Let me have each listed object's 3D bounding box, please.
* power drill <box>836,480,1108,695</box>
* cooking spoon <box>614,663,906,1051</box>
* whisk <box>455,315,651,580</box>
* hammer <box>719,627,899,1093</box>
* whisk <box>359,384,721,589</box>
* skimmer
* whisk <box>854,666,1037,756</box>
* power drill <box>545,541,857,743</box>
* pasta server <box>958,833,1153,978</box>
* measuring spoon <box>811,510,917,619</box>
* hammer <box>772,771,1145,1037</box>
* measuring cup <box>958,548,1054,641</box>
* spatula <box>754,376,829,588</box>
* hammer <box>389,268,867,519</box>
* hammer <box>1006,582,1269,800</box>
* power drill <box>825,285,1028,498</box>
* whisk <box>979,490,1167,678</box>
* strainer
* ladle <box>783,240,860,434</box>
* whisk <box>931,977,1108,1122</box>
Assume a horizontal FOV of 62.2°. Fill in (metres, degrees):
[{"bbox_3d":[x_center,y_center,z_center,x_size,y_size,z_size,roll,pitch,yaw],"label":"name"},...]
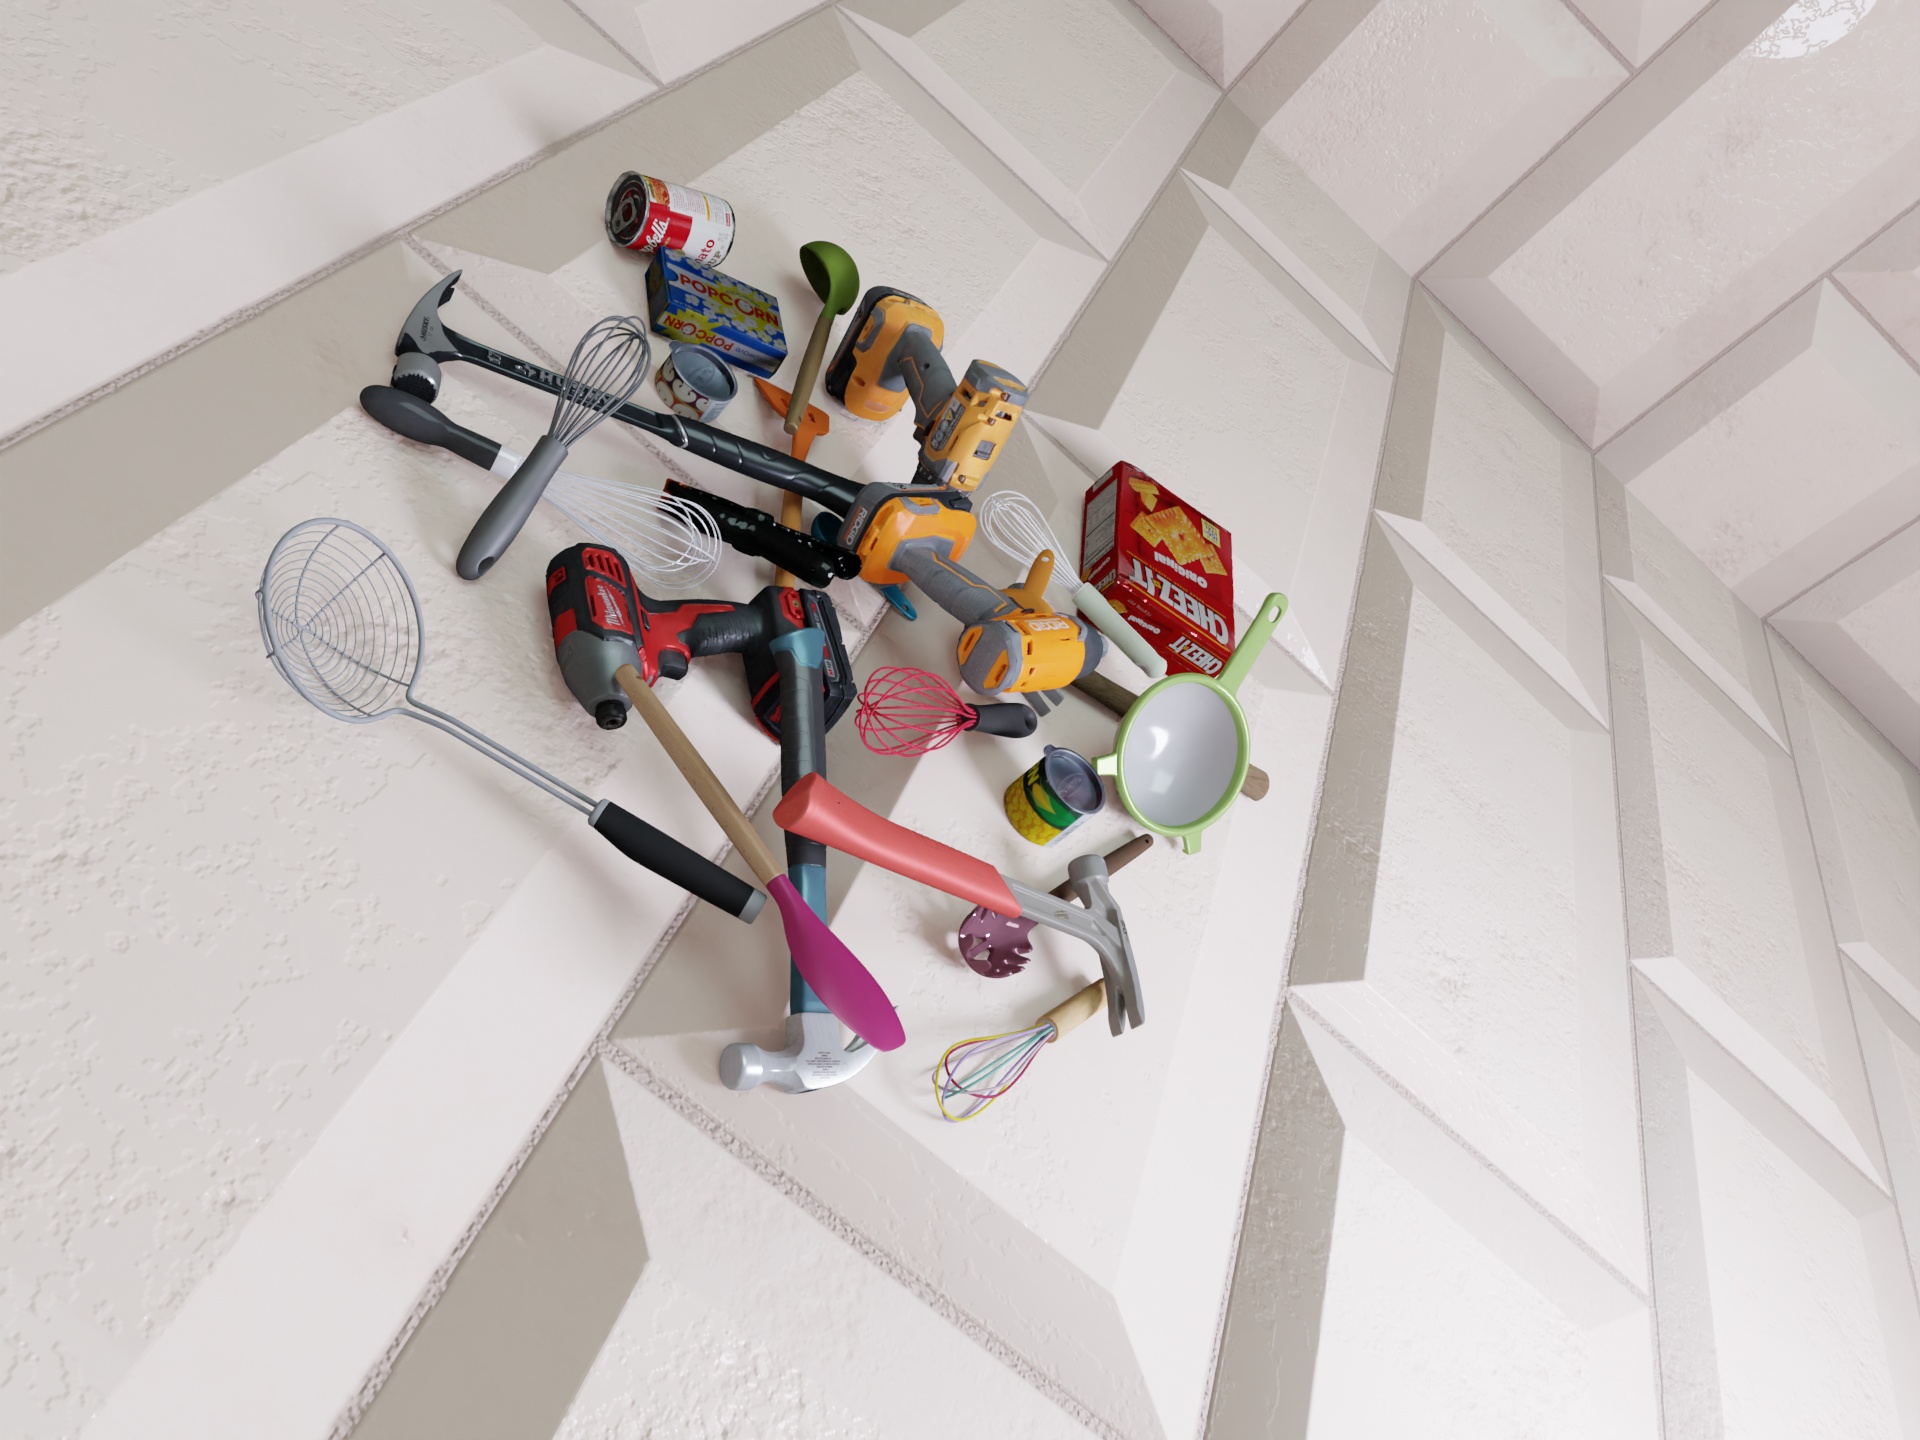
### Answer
[{"bbox_3d":[0.018,-0.108,1.346,0.164,0.084,0.227,-7,45,-49],"label":"power drill"},{"bbox_3d":[-0.135,0.084,1.035,0.319,0.017,0.068,51,21,16],"label":"cooking spoon"},{"bbox_3d":[-0.294,-0.199,1.151,0.055,0.055,0.239,35,70,-17],"label":"whisk"},{"bbox_3d":[-0.107,0.089,1.097,0.128,0.033,0.331,13,64,-38],"label":"hammer"},{"bbox_3d":[-0.310,-0.177,1.190,0.284,0.070,0.070,25,42,-20],"label":"whisk"},{"bbox_3d":[-0.269,0.009,0.994,0.363,0.090,0.127,32,37,-5],"label":"skimmer"},{"bbox_3d":[-0.002,-0.004,1.299,0.073,0.073,0.295,60,22,16],"label":"whisk"},{"bbox_3d":[-0.193,-0.047,1.170,0.219,0.078,0.143,9,51,-37],"label":"power drill"},{"bbox_3d":[0.088,0.142,1.309,0.316,0.040,0.060,-23,80,-53],"label":"pasta server"},{"bbox_3d":[-0.088,-0.131,1.406,0.128,0.021,0.042,46,34,-18],"label":"measuring spoon"},{"bbox_3d":[0.008,0.123,1.149,0.358,0.036,0.149,27,41,-43],"label":"hammer"},{"bbox_3d":[0.059,-0.108,1.445,0.095,0.052,0.174,17,56,8],"label":"measuring cup"},{"bbox_3d":[-0.150,-0.191,1.390,0.081,0.041,0.323,24,47,-27],"label":"spatula"},{"bbox_3d":[-0.251,-0.246,1.299,0.408,0.036,0.149,18,44,-27],"label":"hammer"},{"bbox_3d":[0.172,-0.007,1.536,0.331,0.031,0.130,30,39,-23],"label":"hammer"},{"bbox_3d":[-0.043,-0.282,1.488,0.084,0.185,0.226,8,32,-41],"label":"power drill"},{"bbox_3d":[0.112,-0.133,1.559,0.059,0.057,0.246,-43,85,-13],"label":"whisk"},{"bbox_3d":[0.218,-0.015,1.475,0.151,0.069,0.256,40,77,-28],"label":"strainer"},{"bbox_3d":[-0.144,-0.361,1.509,0.320,0.062,0.078,-82,155,-47],"label":"ladle"},{"bbox_3d":[0.053,0.234,1.186,0.047,0.051,0.245,51,33,14],"label":"whisk"}]
